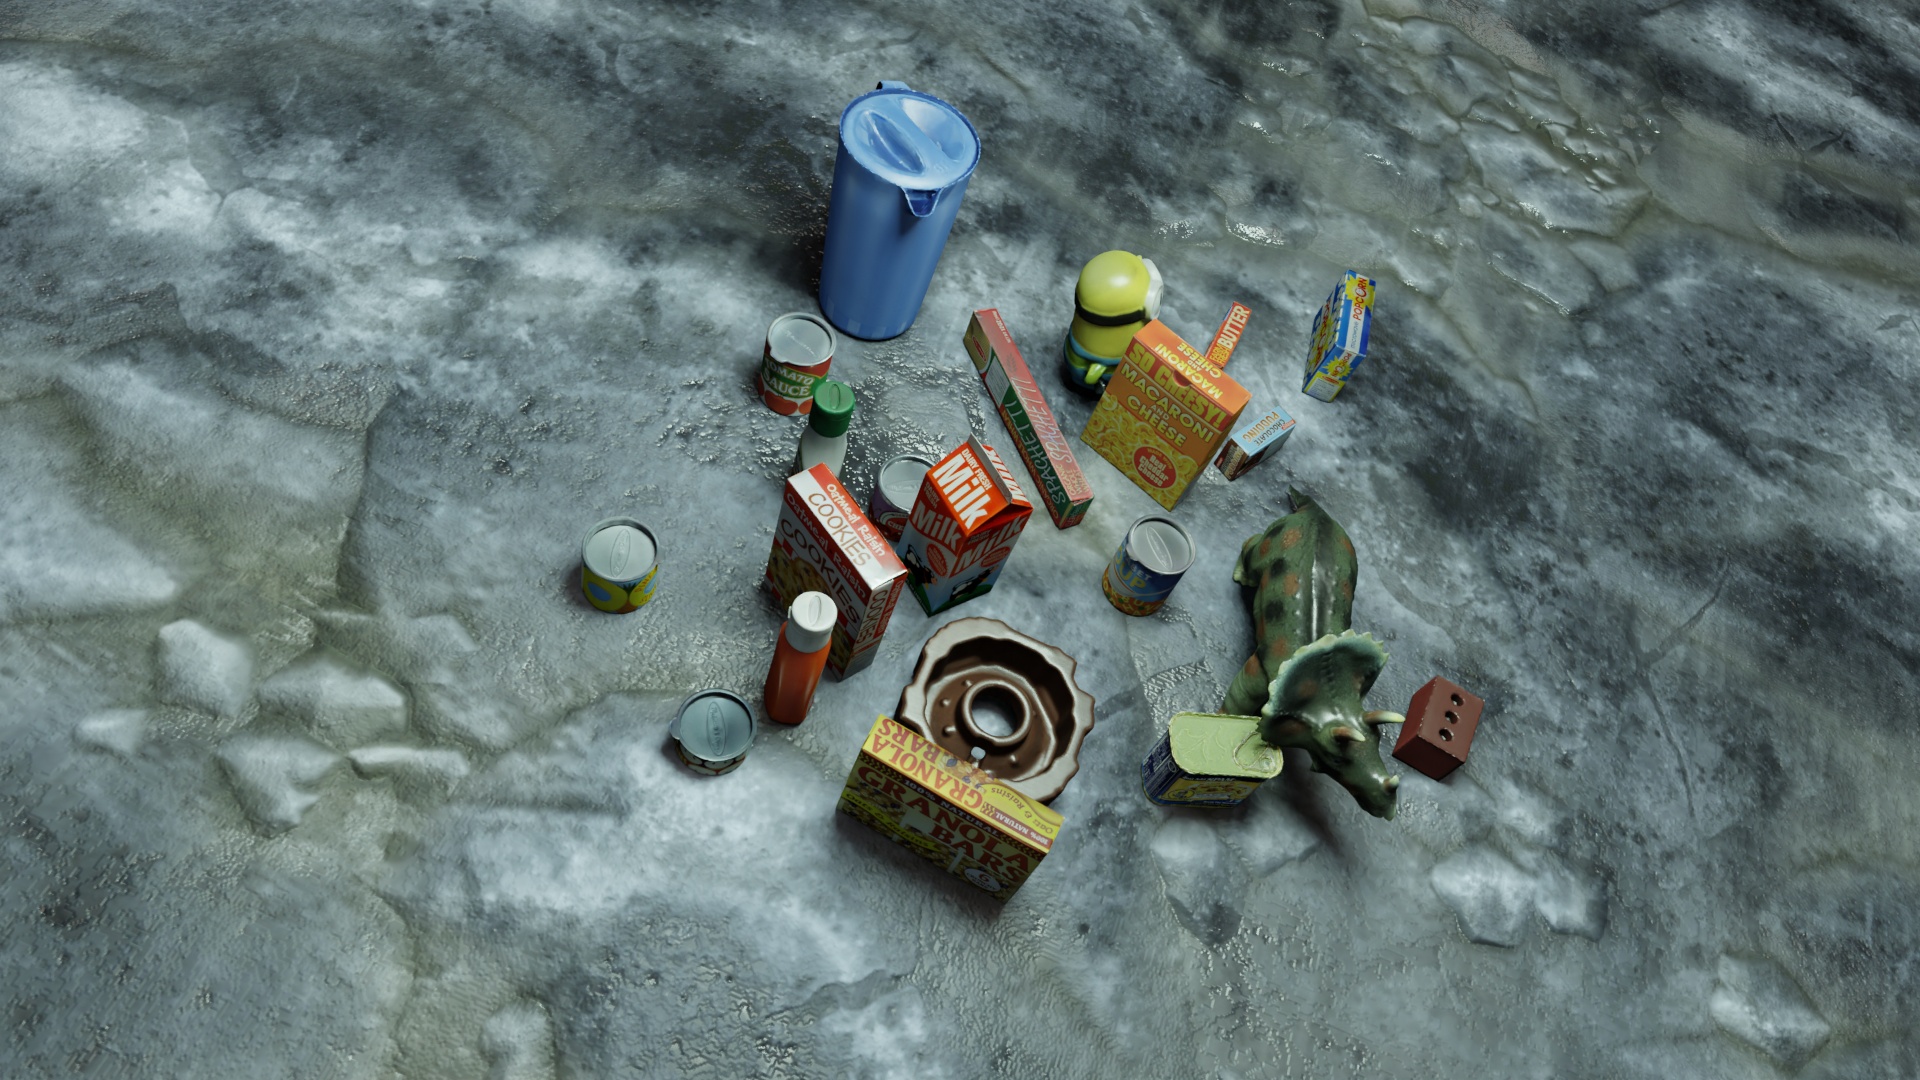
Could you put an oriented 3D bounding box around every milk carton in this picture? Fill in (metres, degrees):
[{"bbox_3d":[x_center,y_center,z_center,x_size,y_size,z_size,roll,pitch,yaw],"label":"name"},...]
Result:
[{"bbox_3d":[0.004,-0.015,1.233,0.074,0.189,0.072,-22,66,-27],"label":"milk carton"}]

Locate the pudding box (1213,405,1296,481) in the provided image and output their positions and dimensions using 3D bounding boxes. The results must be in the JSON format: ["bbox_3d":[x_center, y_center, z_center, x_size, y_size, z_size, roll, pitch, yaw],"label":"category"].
[{"bbox_3d":[0.311,-0.102,1.464,0.084,0.049,0.030,-32,71,-30],"label":"pudding box"}]

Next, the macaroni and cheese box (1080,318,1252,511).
[{"bbox_3d":[0.199,-0.120,1.373,0.124,0.165,0.040,41,56,12],"label":"macaroni and cheese box"}]

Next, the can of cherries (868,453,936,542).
[{"bbox_3d":[-0.051,-0.037,1.313,0.071,0.058,0.072,7,56,-11],"label":"can of cherries"}]

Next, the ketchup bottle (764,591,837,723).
[{"bbox_3d":[-0.132,0.094,1.148,0.043,0.148,0.065,10,56,-10],"label":"ketchup bottle"}]

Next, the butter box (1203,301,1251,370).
[{"bbox_3d":[0.285,-0.211,1.526,0.024,0.052,0.104,28,55,3],"label":"butter box"}]

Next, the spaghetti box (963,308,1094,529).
[{"bbox_3d":[0.067,-0.126,1.410,0.029,0.050,0.251,-13,62,-23],"label":"spaghetti box"}]

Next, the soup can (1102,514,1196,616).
[{"bbox_3d":[0.175,0.025,1.321,0.071,0.083,0.072,7,56,-11],"label":"soup can"}]

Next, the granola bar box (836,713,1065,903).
[{"bbox_3d":[-0.012,0.219,1.115,0.165,0.123,0.039,29,55,4],"label":"granola bar box"}]

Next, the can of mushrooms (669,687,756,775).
[{"bbox_3d":[-0.207,0.159,1.155,0.071,0.033,0.071,7,56,-11],"label":"can of mushrooms"}]

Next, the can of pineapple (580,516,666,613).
[{"bbox_3d":[-0.294,0.023,1.205,0.071,0.057,0.071,7,56,-11],"label":"can of pineapple"}]

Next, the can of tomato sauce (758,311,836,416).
[{"bbox_3d":[-0.161,-0.170,1.353,0.071,0.082,0.071,7,56,-11],"label":"can of tomato sauce"}]

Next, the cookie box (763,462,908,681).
[{"bbox_3d":[-0.109,0.029,1.186,0.040,0.166,0.123,-28,69,-29],"label":"cookie box"}]

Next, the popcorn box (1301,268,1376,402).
[{"bbox_3d":[0.424,-0.229,1.558,0.038,0.084,0.127,21,55,-2],"label":"popcorn box"}]

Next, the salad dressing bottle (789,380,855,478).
[{"bbox_3d":[-0.126,-0.088,1.270,0.044,0.146,0.064,6,56,-12],"label":"salad dressing bottle"}]
